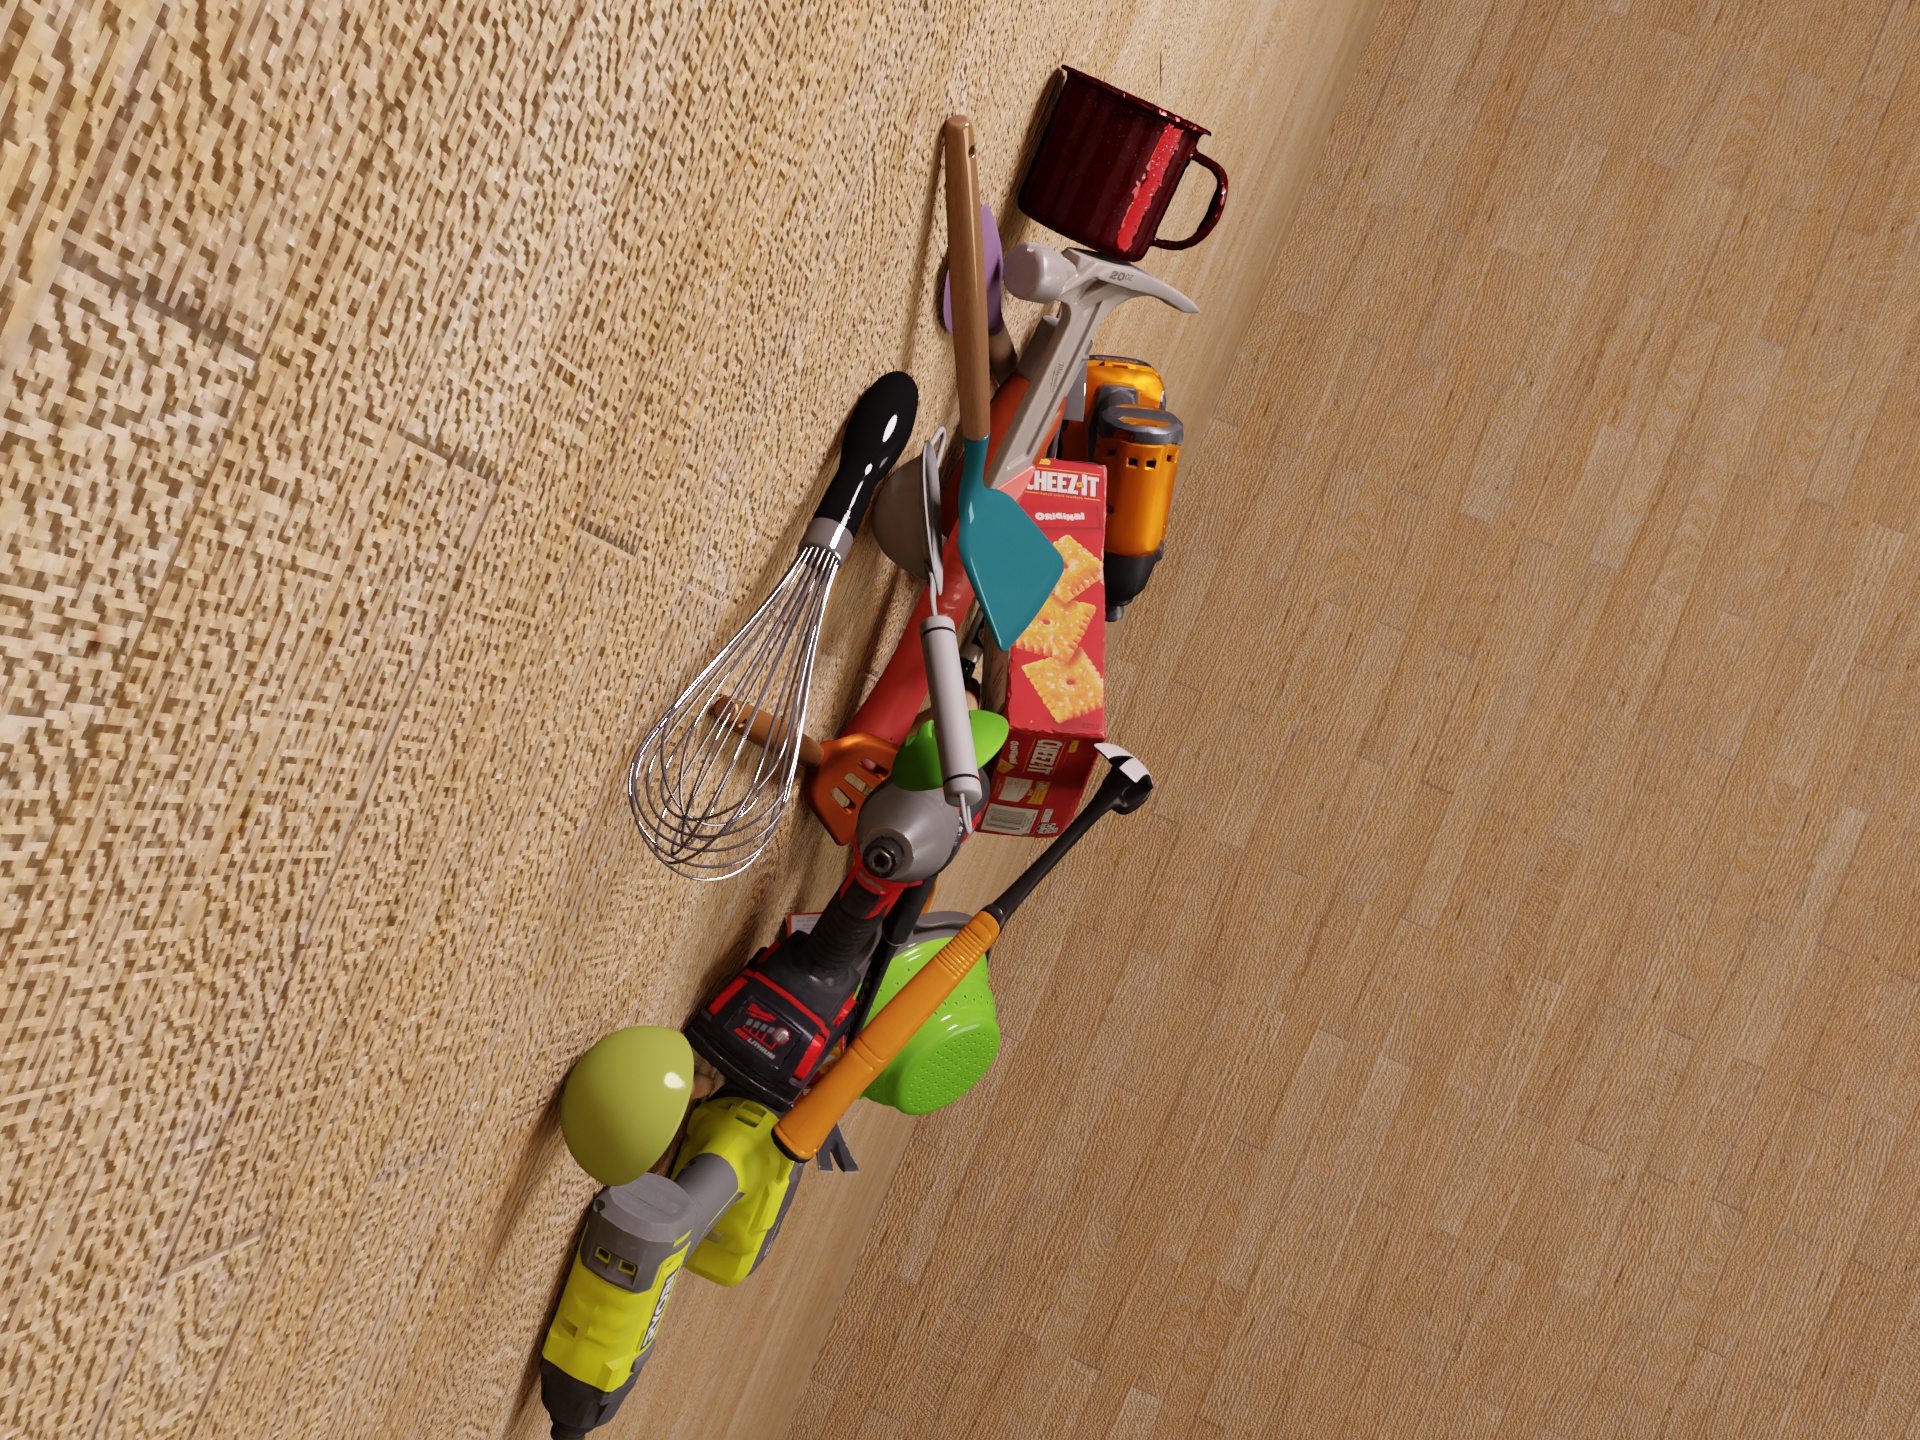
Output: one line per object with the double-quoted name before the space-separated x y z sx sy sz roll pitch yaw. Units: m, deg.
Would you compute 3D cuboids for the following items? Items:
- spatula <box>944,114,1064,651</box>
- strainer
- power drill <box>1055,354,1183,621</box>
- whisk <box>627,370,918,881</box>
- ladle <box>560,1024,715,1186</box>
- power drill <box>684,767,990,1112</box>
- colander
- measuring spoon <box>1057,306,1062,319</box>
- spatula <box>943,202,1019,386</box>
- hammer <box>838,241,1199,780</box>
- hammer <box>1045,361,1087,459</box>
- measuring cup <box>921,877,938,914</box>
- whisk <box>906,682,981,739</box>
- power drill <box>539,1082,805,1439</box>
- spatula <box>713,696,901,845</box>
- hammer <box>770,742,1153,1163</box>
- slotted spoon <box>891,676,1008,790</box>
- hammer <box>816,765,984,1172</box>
"spatula" 0.018 -0.172 0.847 0.082 0.044 0.317 -54 155 -32
"strainer" -0.015 -0.054 0.850 0.086 0.050 0.259 78 3 -59
"power drill" 0.121 -0.187 1.250 0.227 0.084 0.164 -91 -173 -62
"whisk" -0.072 -0.054 0.721 0.070 0.070 0.285 98 12 -60
"ladle" -0.157 0.209 0.880 0.078 0.062 0.320 -63 174 -11
"power drill" -0.068 0.120 0.950 0.219 0.078 0.143 -55 176 20
"colander" -0.036 0.213 1.313 0.204 0.095 0.396 -27 140 -23
"measuring spoon" 0.075 -0.272 1.204 0.034 0.018 0.124 -57 166 -52
"spatula" 0.021 -0.231 0.972 0.060 0.018 0.316 -62 171 0
"hammer" 0.018 -0.117 0.985 0.149 0.037 0.359 -2 127 -47
"hammer" 0.058 -0.151 1.226 0.405 0.035 0.144 100 2 -52
"measuring cup" -0.060 0.180 1.448 0.173 0.052 0.095 78 35 -79
"whisk" 0.025 -0.023 1.234 0.245 0.047 0.051 -29 157 -43
"power drill" -0.182 0.334 0.999 0.171 0.080 0.223 -69 168 14
"spatula" -0.083 0.022 0.899 0.081 0.041 0.322 -46 169 0
"hammer" 0.000 0.150 1.011 0.337 0.034 0.127 -48 167 0
"slotted spoon" -0.002 -0.003 0.980 0.070 0.031 0.314 -23 -174 6
"hammer" -0.052 0.162 1.130 0.149 0.036 0.408 -103 -153 -46
